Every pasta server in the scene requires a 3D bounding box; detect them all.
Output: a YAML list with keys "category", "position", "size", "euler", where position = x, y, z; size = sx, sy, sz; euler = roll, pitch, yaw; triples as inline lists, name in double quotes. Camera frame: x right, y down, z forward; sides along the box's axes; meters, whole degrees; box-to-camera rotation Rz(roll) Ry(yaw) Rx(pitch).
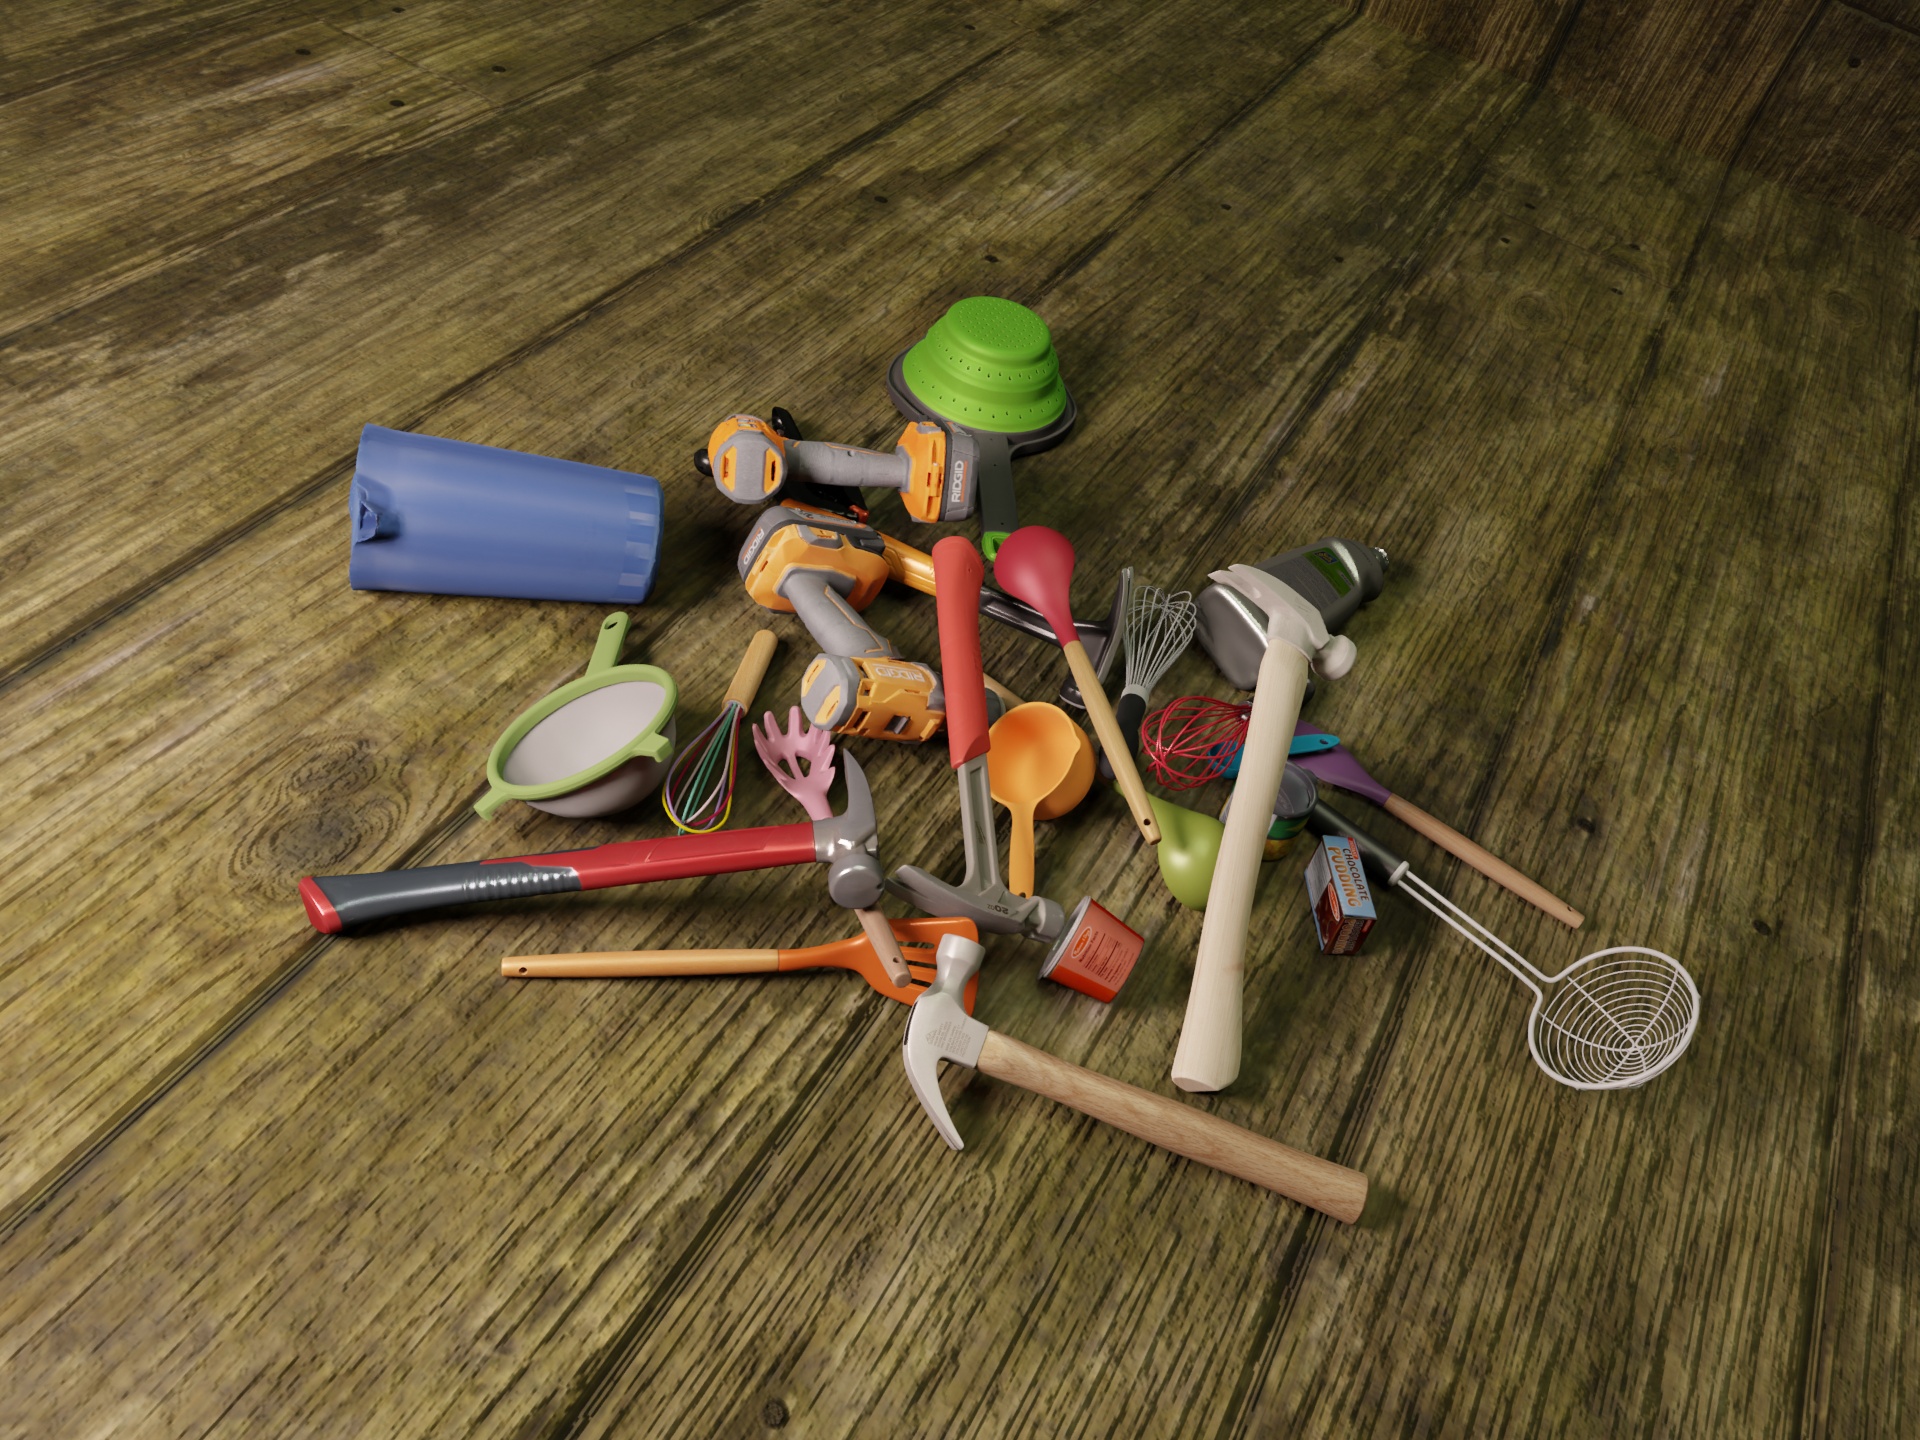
- category: "pasta server"
  position: [-0.090, 0.084, 1.147]
  size: [0.060, 0.040, 0.317]
  euler: [-12, 33, -16]

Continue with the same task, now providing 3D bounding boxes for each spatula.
- category: "spatula"
  position: [0.388, 0.081, 1.358]
  size: [0.316, 0.018, 0.060]
  euler: [35, 45, 19]
- category: "spatula"
  position: [-0.149, 0.169, 1.093]
  size: [0.322, 0.081, 0.041]
  euler: [0, 18, -10]

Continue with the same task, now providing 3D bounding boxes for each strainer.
- category: "strainer"
  position: [-0.269, 0.001, 1.217]
  size: [0.151, 0.069, 0.257]
  euler: [-19, 30, 8]

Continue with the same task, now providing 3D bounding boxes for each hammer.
- category: "hammer"
  position: [0.118, 0.264, 1.066]
  size: [0.331, 0.031, 0.130]
  euler: [23, 71, -3]
- category: "hammer"
  position: [-0.002, -0.004, 1.217]
  size: [0.149, 0.036, 0.359]
  euler: [23, 44, -33]
- category: "hammer"
  position: [-0.015, -0.130, 1.393]
  size: [0.337, 0.127, 0.034]
  euler: [23, 18, 15]
- category: "hammer"
  position: [0.210, 0.076, 1.196]
  size: [0.146, 0.038, 0.411]
  euler: [33, 59, -27]
- category: "hammer"
  position: [-0.250, 0.091, 1.095]
  size: [0.386, 0.038, 0.143]
  euler: [-6, 35, -5]

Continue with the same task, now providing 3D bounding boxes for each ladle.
- category: "ladle"
  position: [0.103, 0.043, 1.305]
  size: [0.078, 0.062, 0.320]
  euler: [-26, 52, -38]
- category: "ladle"
  position: [0.097, -0.038, 1.263]
  size: [0.069, 0.031, 0.316]
  euler: [-24, 60, 5]

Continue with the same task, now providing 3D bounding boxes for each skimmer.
- category: "skimmer"
  position: [0.394, 0.148, 1.243]
  size: [0.363, 0.090, 0.127]
  euler: [39, 80, 24]

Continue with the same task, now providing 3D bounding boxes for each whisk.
- category: "whisk"
  position: [-0.181, 0.007, 1.250]
  size: [0.047, 0.051, 0.245]
  euler: [9, 39, 5]
- category: "whisk"
  position: [0.232, -0.001, 1.333]
  size: [0.073, 0.073, 0.296]
  euler: [39, 32, 21]
- category: "whisk"
  position: [0.152, -0.034, 1.350]
  size: [0.070, 0.070, 0.285]
  euler: [20, 37, 4]

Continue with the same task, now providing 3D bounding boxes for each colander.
- category: "colander"
  position: [0.036, -0.313, 1.587]
  size: [0.204, 0.094, 0.398]
  euler: [6, 45, -11]

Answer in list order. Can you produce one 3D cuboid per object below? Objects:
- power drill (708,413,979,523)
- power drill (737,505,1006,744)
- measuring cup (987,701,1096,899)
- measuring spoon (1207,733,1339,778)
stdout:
- category: "power drill"
  position: [-0.109, -0.231, 1.408]
  size: [0.226, 0.084, 0.164]
  euler: [2, 19, -13]
- category: "power drill"
  position: [-0.071, -0.070, 1.316]
  size: [0.185, 0.084, 0.226]
  euler: [7, 40, -40]
- category: "measuring cup"
  position: [0.061, 0.074, 1.244]
  size: [0.095, 0.052, 0.174]
  euler: [-10, 63, 29]
- category: "measuring spoon"
  position: [0.269, 0.031, 1.366]
  size: [0.128, 0.021, 0.042]
  euler: [-8, 38, -21]
